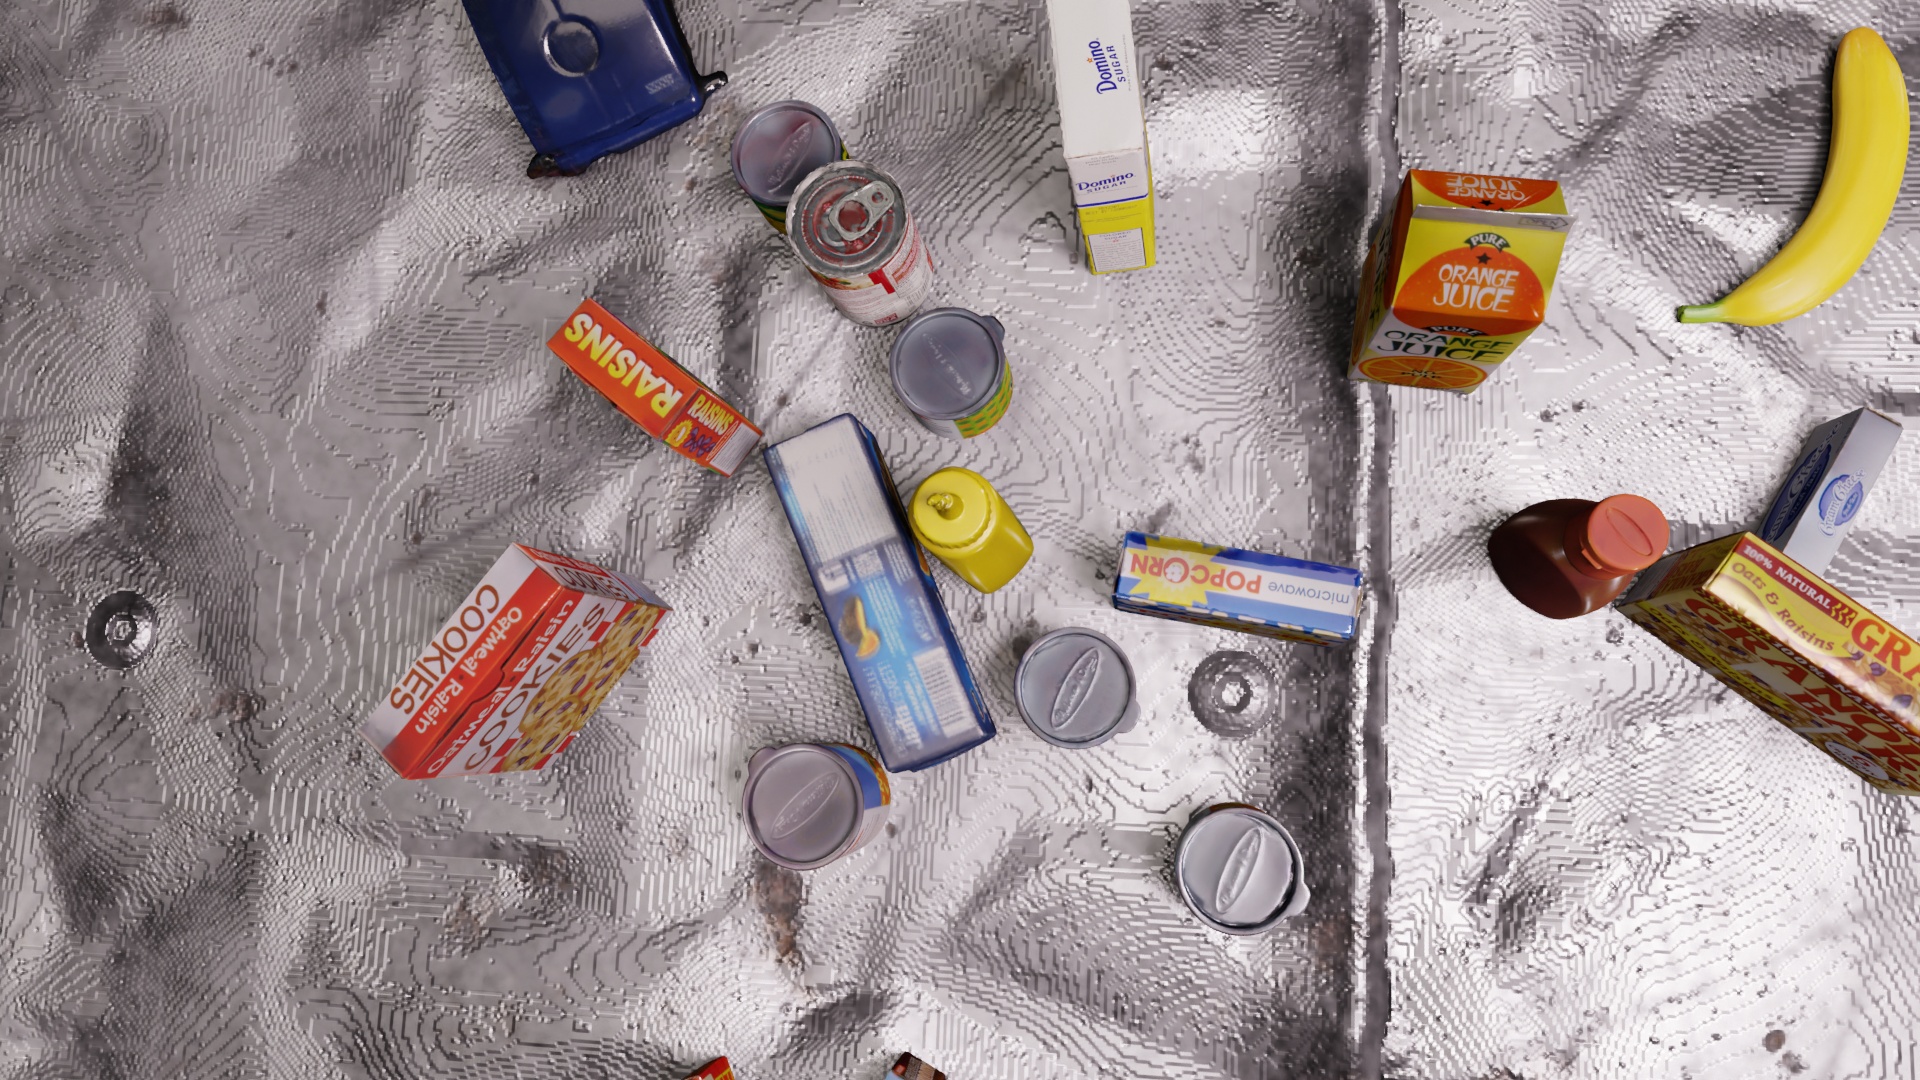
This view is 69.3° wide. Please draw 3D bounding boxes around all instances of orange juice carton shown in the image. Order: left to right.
[{"bbox_3d":[0.252,-0.135,0.714,0.072,0.192,0.073,8,84,8],"label":"orange juice carton"}]

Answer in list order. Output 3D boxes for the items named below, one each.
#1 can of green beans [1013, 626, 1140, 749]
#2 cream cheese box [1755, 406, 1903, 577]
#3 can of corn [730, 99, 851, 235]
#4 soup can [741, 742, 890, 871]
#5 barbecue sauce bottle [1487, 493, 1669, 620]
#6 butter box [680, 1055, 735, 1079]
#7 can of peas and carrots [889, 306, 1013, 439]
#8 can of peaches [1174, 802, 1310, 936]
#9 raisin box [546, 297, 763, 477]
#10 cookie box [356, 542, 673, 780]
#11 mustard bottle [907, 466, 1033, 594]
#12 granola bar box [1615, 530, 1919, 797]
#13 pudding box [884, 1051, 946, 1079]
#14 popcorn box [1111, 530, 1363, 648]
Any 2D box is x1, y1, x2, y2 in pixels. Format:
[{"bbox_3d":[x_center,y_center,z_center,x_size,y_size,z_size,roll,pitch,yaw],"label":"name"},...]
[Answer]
[{"bbox_3d":[0.065,0.083,0.776,0.071,0.058,0.071,-1,82,7],"label":"can of green beans"},{"bbox_3d":[0.456,-0.018,0.743,0.024,0.053,0.104,30,87,10],"label":"cream cheese box"},{"bbox_3d":[-0.096,-0.222,0.840,0.071,0.058,0.071,-1,82,7],"label":"can of corn"},{"bbox_3d":[-0.080,0.143,0.772,0.071,0.083,0.071,-1,82,7],"label":"soup can"},{"bbox_3d":[0.315,0.006,0.709,0.043,0.148,0.065,-39,80,1],"label":"barbecue sauce bottle"},{"bbox_3d":[-0.129,0.343,0.766,0.024,0.053,0.103,-24,80,4],"label":"butter box"},{"bbox_3d":[-0.002,-0.098,0.810,0.071,0.058,0.071,-1,82,7],"label":"can of peas and carrots"},{"bbox_3d":[0.151,0.177,0.751,0.071,0.058,0.071,-1,82,7],"label":"can of peaches"},{"bbox_3d":[-0.172,-0.084,0.796,0.086,0.123,0.040,40,89,11],"label":"raisin box"},{"bbox_3d":[-0.234,0.069,0.760,0.040,0.167,0.123,38,89,10],"label":"cookie box"},{"bbox_3d":[0.003,-0.009,0.745,0.049,0.160,0.065,-45,79,0],"label":"mustard bottle"},{"bbox_3d":[0.432,0.064,0.698,0.166,0.124,0.039,37,89,11],"label":"granola bar box"},{"bbox_3d":[-0.042,0.328,0.759,0.030,0.049,0.084,28,87,10],"label":"pudding box"},{"bbox_3d":[0.149,0.028,0.759,0.127,0.085,0.038,10,84,9],"label":"popcorn box"}]
